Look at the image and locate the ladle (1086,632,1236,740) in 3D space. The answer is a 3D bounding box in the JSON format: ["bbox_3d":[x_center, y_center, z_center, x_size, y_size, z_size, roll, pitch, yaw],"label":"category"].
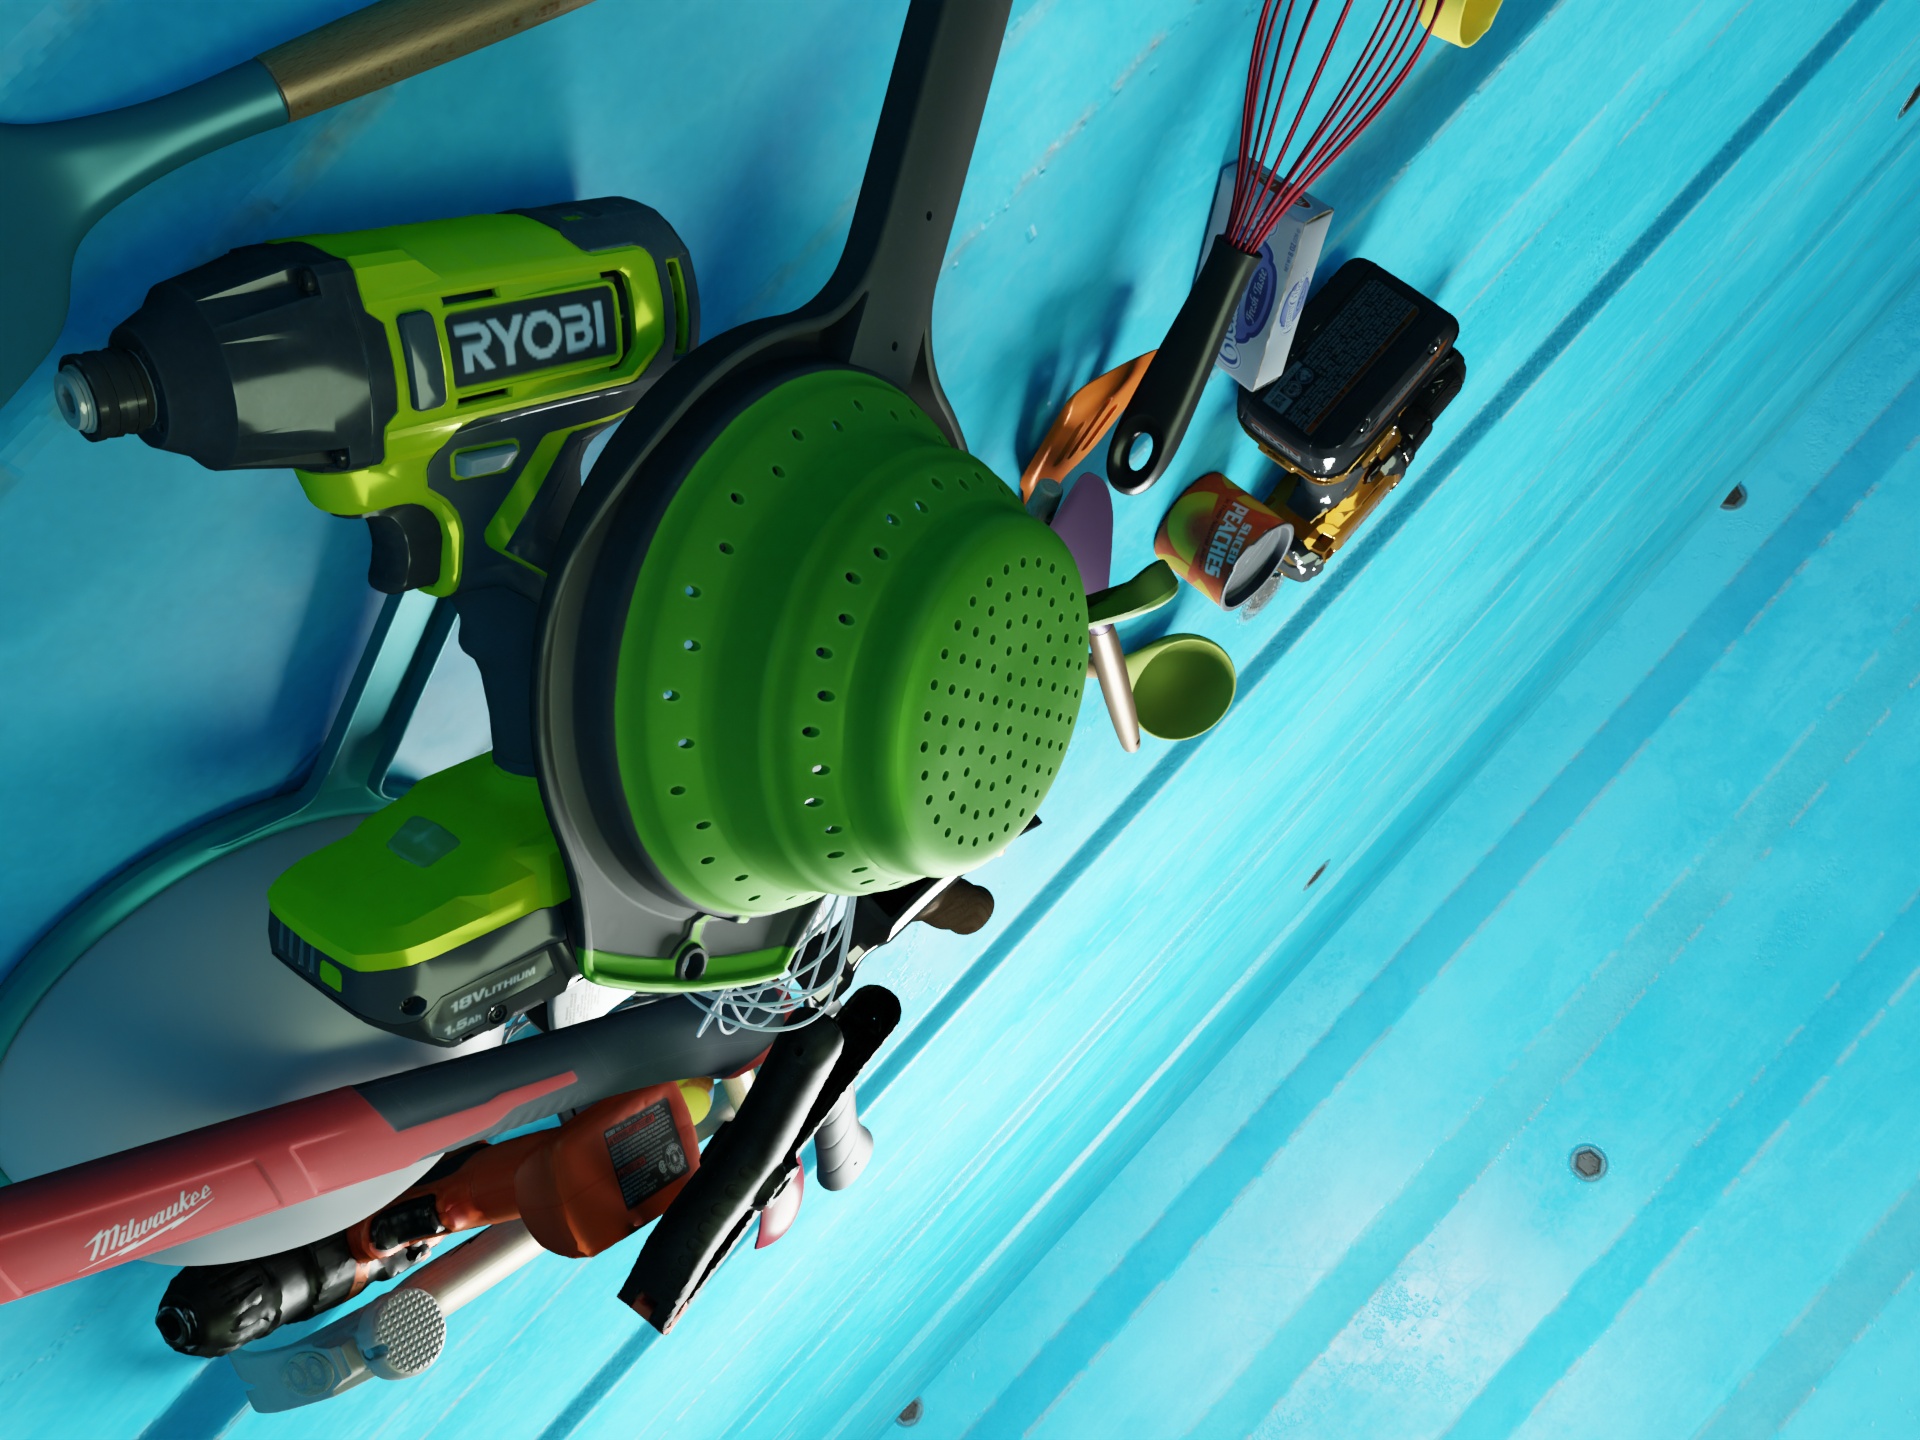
[{"bbox_3d":[0.083,-0.027,0.976,0.320,0.062,0.078,2,124,-58],"label":"ladle"}]

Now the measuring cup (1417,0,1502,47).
[{"bbox_3d":[0.267,-0.399,0.767,0.156,0.029,0.062,-60,158,-4],"label":"measuring cup"}]

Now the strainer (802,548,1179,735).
[{"bbox_3d":[-0.003,-0.053,0.651,0.151,0.069,0.256,-35,-170,-27],"label":"strainer"}]

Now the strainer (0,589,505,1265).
[{"bbox_3d":[-0.212,0.081,0.565,0.211,0.095,0.340,-11,138,-56],"label":"strainer"}]

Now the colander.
[{"bbox_3d":[-0.003,-0.095,0.488,0.204,0.094,0.397,13,93,-60],"label":"colander"}]

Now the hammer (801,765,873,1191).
[{"bbox_3d":[-0.083,0.161,0.908,0.149,0.036,0.408,-41,148,-32],"label":"hammer"}]

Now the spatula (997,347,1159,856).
[{"bbox_3d":[0.045,-0.048,0.851,0.081,0.041,0.322,-35,143,-43],"label":"spatula"}]

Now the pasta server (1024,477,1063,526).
[{"bbox_3d":[-0.001,-0.003,0.854,0.060,0.040,0.316,-28,155,-40],"label":"pasta server"}]

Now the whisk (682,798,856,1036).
[{"bbox_3d":[-0.051,0.038,0.676,0.070,0.070,0.285,-63,178,31],"label":"whisk"}]

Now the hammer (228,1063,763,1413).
[{"bbox_3d":[-0.205,0.261,0.903,0.146,0.038,0.410,-26,178,32],"label":"hammer"}]

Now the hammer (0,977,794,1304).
[{"bbox_3d":[-0.189,0.121,0.521,0.386,0.038,0.143,-7,120,-54],"label":"hammer"}]

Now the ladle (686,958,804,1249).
[{"bbox_3d":[-0.118,0.212,0.880,0.315,0.031,0.069,85,13,-50],"label":"ladle"}]

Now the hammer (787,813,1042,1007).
[{"bbox_3d":[-0.008,0.096,0.862,0.130,0.031,0.331,-43,170,-1],"label":"hammer"}]

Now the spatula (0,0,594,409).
[{"bbox_3d":[-0.138,-0.159,0.383,0.317,0.044,0.082,-39,128,-27],"label":"spatula"}]

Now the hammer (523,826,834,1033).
[{"bbox_3d":[-0.068,0.063,0.753,0.331,0.033,0.128,-25,140,-46],"label":"hammer"}]

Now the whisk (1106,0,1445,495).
[{"bbox_3d":[0.132,-0.230,0.709,0.073,0.073,0.295,-18,140,-50],"label":"whisk"}]

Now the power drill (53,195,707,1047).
[{"bbox_3d":[-0.150,-0.028,0.462,0.171,0.080,0.223,-27,126,-43],"label":"power drill"}]

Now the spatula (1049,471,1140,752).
[{"bbox_3d":[0.081,-0.045,0.884,0.060,0.018,0.315,-59,159,-14],"label":"spatula"}]

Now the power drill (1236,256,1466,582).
[{"bbox_3d":[0.251,-0.195,0.985,0.185,0.084,0.226,-48,162,-2],"label":"power drill"}]

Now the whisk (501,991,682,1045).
[{"bbox_3d":[-0.162,0.143,0.827,0.055,0.055,0.239,-56,161,18],"label":"whisk"}]
